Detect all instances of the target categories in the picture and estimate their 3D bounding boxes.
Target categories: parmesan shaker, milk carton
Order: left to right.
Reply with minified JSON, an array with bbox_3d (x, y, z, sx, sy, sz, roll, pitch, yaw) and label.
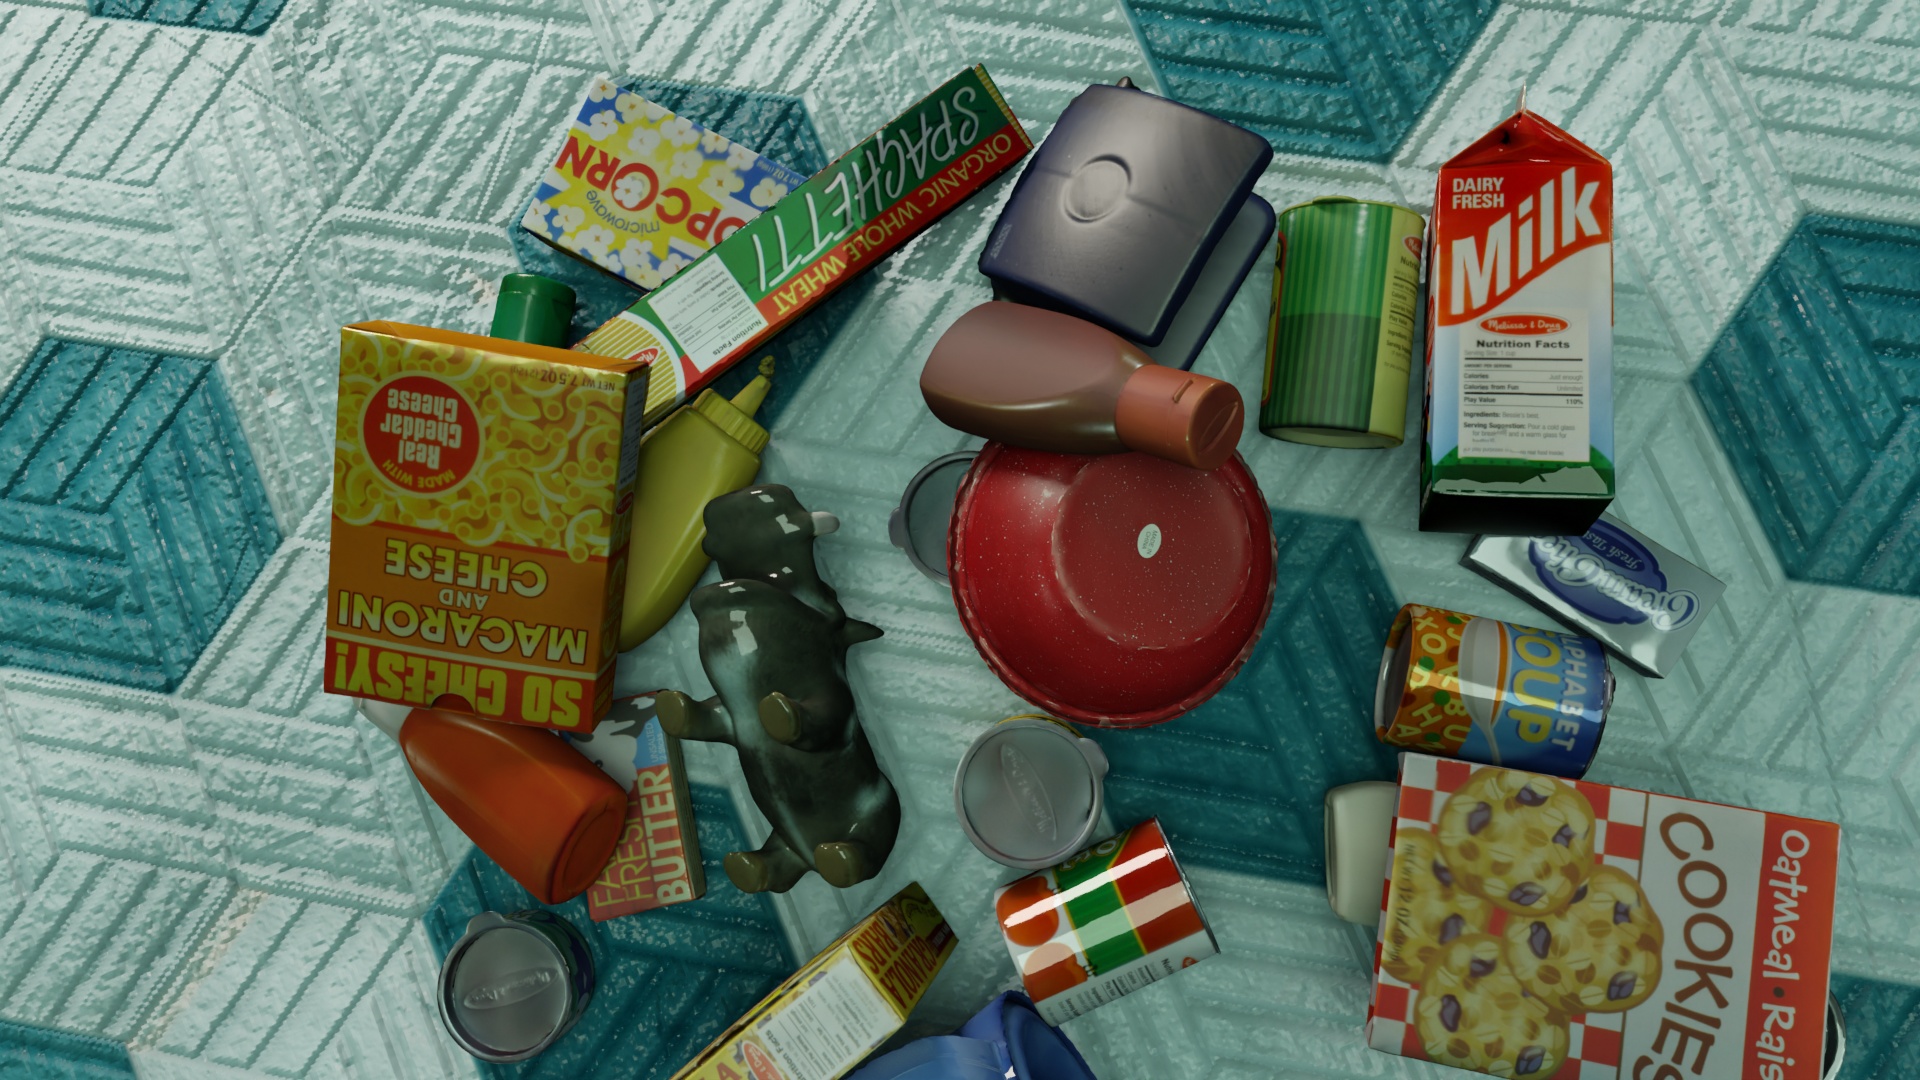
[{"bbox_3d":[0.173,-0.098,0.638,0.071,0.071,0.103,7,87,6],"label":"parmesan shaker"},{"bbox_3d":[0.246,-0.102,0.619,0.073,0.072,0.191,2,77,14],"label":"milk carton"}]

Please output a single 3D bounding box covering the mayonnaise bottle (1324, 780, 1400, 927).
[{"bbox_3d":[0.242,0.141,0.628,0.148,0.041,0.065,-1,85,4],"label":"mayonnaise bottle"}]

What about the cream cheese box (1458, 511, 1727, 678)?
[{"bbox_3d":[0.290,0.015,0.642,0.104,0.024,0.053,33,90,7],"label":"cream cheese box"}]

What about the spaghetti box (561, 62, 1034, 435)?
[{"bbox_3d":[-0.079,-0.131,0.649,0.250,0.028,0.050,-37,98,-5],"label":"spaghetti box"}]

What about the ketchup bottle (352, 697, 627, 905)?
[{"bbox_3d":[-0.226,0.105,0.656,0.149,0.043,0.064,32,110,21],"label":"ketchup bottle"}]

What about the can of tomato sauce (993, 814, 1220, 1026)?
[{"bbox_3d":[0.065,0.170,0.629,0.083,0.071,0.071,-25,84,3],"label":"can of tomato sauce"}]

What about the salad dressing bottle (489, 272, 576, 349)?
[{"bbox_3d":[-0.219,-0.055,0.676,0.044,0.064,0.148,4,80,22],"label":"salad dressing bottle"}]

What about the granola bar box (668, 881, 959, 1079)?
[{"bbox_3d":[-0.069,0.207,0.588,0.124,0.165,0.039,-39,81,1],"label":"granola bar box"}]

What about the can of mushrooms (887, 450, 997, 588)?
[{"bbox_3d":[0.002,-0.008,0.665,0.071,0.033,0.071,0,86,5],"label":"can of mushrooms"}]

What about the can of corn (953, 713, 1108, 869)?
[{"bbox_3d":[0.035,0.112,0.639,0.071,0.058,0.071,0,85,5],"label":"can of corn"}]

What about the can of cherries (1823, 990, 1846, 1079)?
[{"bbox_3d":[0.335,0.209,0.605,0.071,0.058,0.071,0,85,4],"label":"can of cherries"}]

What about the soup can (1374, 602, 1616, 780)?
[{"bbox_3d":[0.235,0.066,0.619,0.084,0.071,0.071,12,87,6],"label":"soup can"}]

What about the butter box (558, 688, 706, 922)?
[{"bbox_3d":[-0.159,0.128,0.673,0.053,0.024,0.103,-12,84,5],"label":"butter box"}]

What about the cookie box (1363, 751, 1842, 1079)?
[{"bbox_3d":[0.261,0.162,0.572,0.167,0.040,0.123,8,82,14],"label":"cookie box"}]

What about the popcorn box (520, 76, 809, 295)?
[{"bbox_3d":[-0.140,-0.161,0.688,0.127,0.038,0.085,27,90,7],"label":"popcorn box"}]

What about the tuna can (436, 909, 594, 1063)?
[{"bbox_3d":[-0.213,0.210,0.666,0.071,0.033,0.071,0,85,5],"label":"tuna can"}]

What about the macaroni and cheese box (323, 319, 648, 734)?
[{"bbox_3d":[-0.212,-0.005,0.615,0.124,0.040,0.166,9,103,0],"label":"macaroni and cheese box"}]

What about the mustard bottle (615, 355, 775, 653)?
[{"bbox_3d":[-0.135,-0.022,0.671,0.065,0.049,0.160,38,89,10],"label":"mustard bottle"}]

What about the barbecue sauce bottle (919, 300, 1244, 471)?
[{"bbox_3d":[0.051,-0.064,0.591,0.148,0.043,0.065,22,65,45],"label":"barbecue sauce bottle"}]
